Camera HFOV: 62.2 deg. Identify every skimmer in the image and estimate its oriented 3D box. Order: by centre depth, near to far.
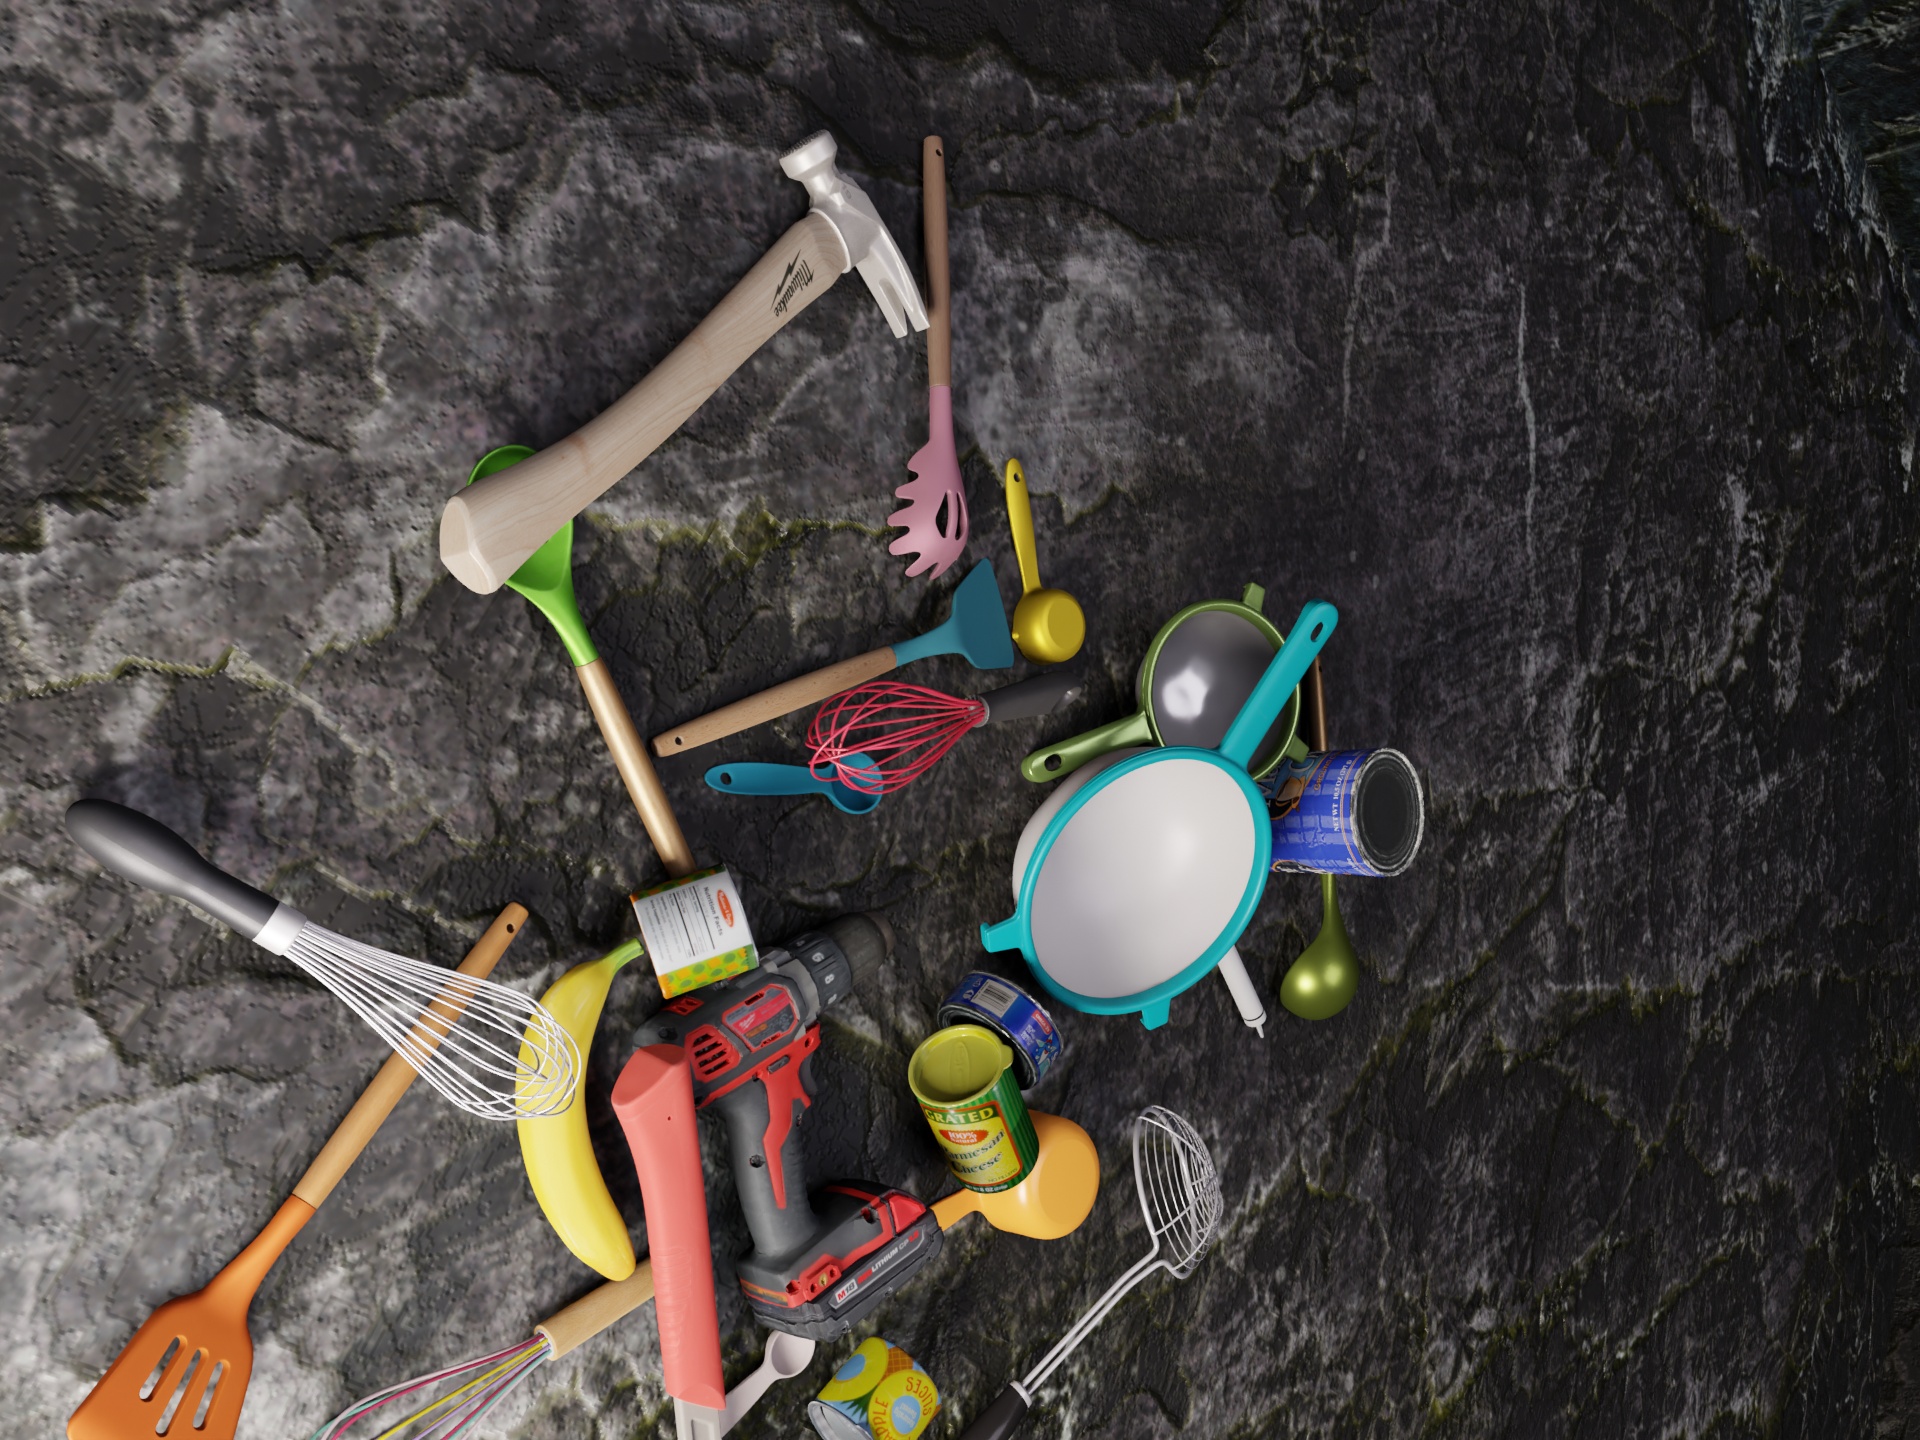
[{"bbox_3d":[0.068,0.433,1.159,0.363,0.090,0.127,-39,116,-26],"label":"skimmer"}]

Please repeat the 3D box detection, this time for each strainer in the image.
[{"bbox_3d":[0.150,0.047,1.157,0.210,0.095,0.340,31,94,-35],"label":"strainer"},{"bbox_3d":[0.147,-0.002,1.242,0.256,0.069,0.151,-20,98,-24],"label":"strainer"},{"bbox_3d":[0.202,0.166,1.289,0.087,0.050,0.258,-100,164,-62],"label":"strainer"}]

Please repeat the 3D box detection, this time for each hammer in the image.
[{"bbox_3d":[-0.149,0.357,0.924,0.149,0.037,0.359,-15,107,-41],"label":"hammer"},{"bbox_3d":[-0.157,-0.203,0.960,0.146,0.038,0.411,57,48,-26],"label":"hammer"}]

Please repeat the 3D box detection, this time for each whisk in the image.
[{"bbox_3d":[-0.311,0.121,0.794,0.284,0.070,0.070,37,64,-22],"label":"whisk"},{"bbox_3d":[-0.248,0.354,0.873,0.245,0.051,0.047,-22,123,-45],"label":"whisk"},{"bbox_3d":[-0.002,-0.003,1.089,0.295,0.073,0.073,-15,98,-52],"label":"whisk"}]

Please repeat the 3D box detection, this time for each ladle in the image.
[{"bbox_3d":[0.309,0.100,1.398,0.078,0.062,0.320,10,74,-42],"label":"ladle"}]

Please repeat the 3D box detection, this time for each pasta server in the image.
[{"bbox_3d":[-0.020,-0.258,1.122,0.060,0.040,0.316,5,80,-42],"label":"pasta server"}]

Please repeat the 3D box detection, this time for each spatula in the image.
[{"bbox_3d":[-0.315,0.226,0.812,0.081,0.041,0.323,48,57,-28],"label":"spatula"},{"bbox_3d":[-0.073,-0.032,1.063,0.317,0.044,0.082,-23,104,-36],"label":"spatula"}]

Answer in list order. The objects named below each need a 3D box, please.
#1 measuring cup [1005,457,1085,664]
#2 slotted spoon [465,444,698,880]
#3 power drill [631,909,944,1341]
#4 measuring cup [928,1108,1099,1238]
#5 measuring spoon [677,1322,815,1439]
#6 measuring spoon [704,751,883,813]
[{"bbox_3d":[0.059,-0.118,1.180,0.062,0.029,0.156,-19,102,-41],"label":"measuring cup"},{"bbox_3d":[-0.210,-0.011,0.932,0.070,0.031,0.313,-36,113,-38],"label":"slotted spoon"},{"bbox_3d":[-0.089,0.244,0.997,0.188,0.080,0.226,-28,103,-40],"label":"power drill"},{"bbox_3d":[0.030,0.335,1.111,0.173,0.052,0.095,-16,98,-44],"label":"measuring cup"},{"bbox_3d":[-0.141,0.418,0.981,0.124,0.018,0.034,-37,114,-30],"label":"measuring spoon"},{"bbox_3d":[-0.110,0.040,1.031,0.128,0.021,0.042,4,75,-33],"label":"measuring spoon"}]
